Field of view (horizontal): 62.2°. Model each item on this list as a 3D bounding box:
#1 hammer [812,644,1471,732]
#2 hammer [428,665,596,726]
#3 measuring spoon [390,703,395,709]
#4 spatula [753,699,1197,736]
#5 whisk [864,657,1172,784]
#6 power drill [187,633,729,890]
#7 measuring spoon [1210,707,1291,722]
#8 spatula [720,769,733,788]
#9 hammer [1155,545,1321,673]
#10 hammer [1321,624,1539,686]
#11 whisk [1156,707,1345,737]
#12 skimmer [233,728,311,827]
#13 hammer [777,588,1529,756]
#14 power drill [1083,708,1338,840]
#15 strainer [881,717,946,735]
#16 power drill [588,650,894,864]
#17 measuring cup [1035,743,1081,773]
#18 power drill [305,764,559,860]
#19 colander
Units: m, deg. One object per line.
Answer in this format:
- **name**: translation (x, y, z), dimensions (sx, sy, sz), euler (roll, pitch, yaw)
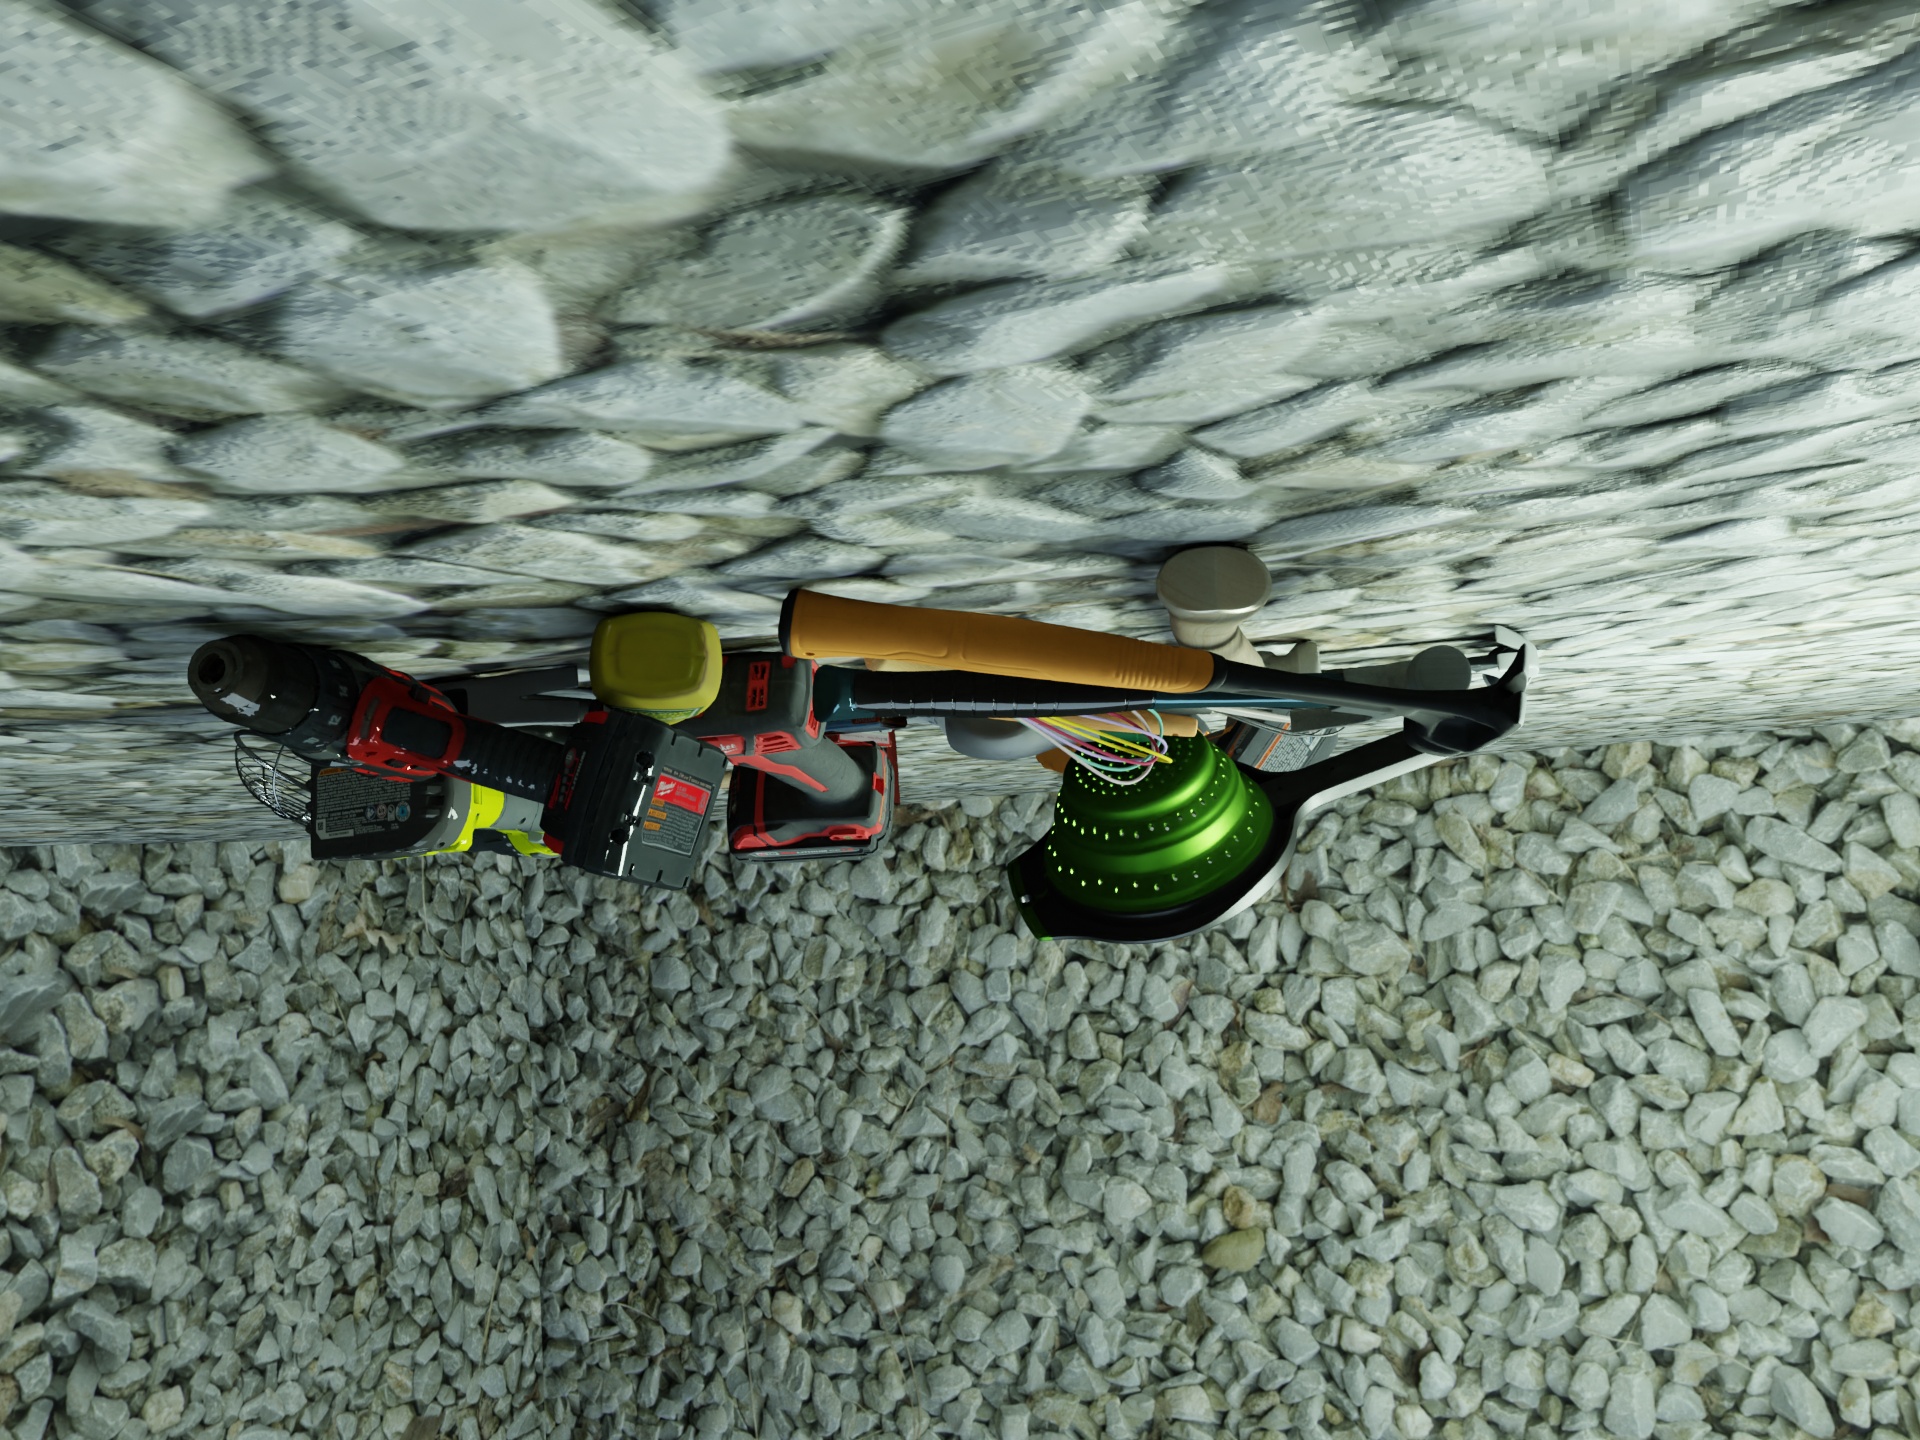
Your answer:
- **hammer**: translation (0.087, -0.016, 0.843), dimensions (0.331, 0.033, 0.128), euler (0, 174, -4)
- **hammer**: translation (-0.217, -0.004, 1.099), dimensions (0.146, 0.035, 0.334), euler (-6, 174, 32)
- **measuring spoon**: translation (-0.328, -0.005, 0.934), dimensions (0.021, 0.011, 0.116), euler (-12, 147, 30)
- **spatula**: translation (-0.002, -0.003, 1.068), dimensions (0.322, 0.041, 0.081), euler (6, 163, -2)
- **whisk**: translation (0.044, -0.008, 0.988), dimensions (0.244, 0.051, 0.047), euler (19, -155, -37)
- **power drill**: translation (-0.251, 0.013, 0.802), dimensions (0.227, 0.080, 0.187), euler (15, 173, 14)
- **measuring spoon**: translation (0.224, -0.009, 1.127), dimensions (0.124, 0.018, 0.034), euler (7, 176, -29)
- **spatula**: translation (-0.332, 0.065, 1.345), dimensions (0.316, 0.018, 0.060), euler (-6, -169, -5)
- **hammer**: translation (0.134, -0.045, 0.903), dimensions (0.146, 0.038, 0.410), euler (-3, 175, 11)
- **hammer**: translation (0.207, -0.027, 1.157), dimensions (0.409, 0.036, 0.149), euler (-5, 174, 14)
- **whisk**: translation (0.195, -0.013, 1.254), dimensions (0.239, 0.055, 0.055), euler (1, 174, -8)
- **skimmer**: translation (-0.397, 0.022, 1.294), dimensions (0.127, 0.090, 0.363), euler (-5, -174, 44)
- **hammer**: translation (0.083, -0.026, 0.730), dimensions (0.337, 0.034, 0.127), euler (7, 171, 3)
- **power drill**: translation (0.200, 0.057, 1.389), dimensions (0.185, 0.084, 0.226), euler (-51, -163, -25)
- **strainer**: translation (-0.052, 0.002, 1.275), dimensions (0.258, 0.050, 0.086), euler (-1, 159, 6)
- **power drill**: translation (-0.132, 0.022, 1.009), dimensions (0.143, 0.079, 0.219), euler (-4, 157, 14)
- **measuring cup**: translation (0.137, 0.028, 1.332), dimensions (0.095, 0.052, 0.174), euler (1, -165, -39)
- **power drill**: translation (-0.352, 0.065, 1.150), dimensions (0.190, 0.080, 0.228), euler (-8, 170, 27)
- **colander**: translation (0.216, 0.035, 1.181), dimensions (0.397, 0.094, 0.205), euler (-21, -150, -1)
